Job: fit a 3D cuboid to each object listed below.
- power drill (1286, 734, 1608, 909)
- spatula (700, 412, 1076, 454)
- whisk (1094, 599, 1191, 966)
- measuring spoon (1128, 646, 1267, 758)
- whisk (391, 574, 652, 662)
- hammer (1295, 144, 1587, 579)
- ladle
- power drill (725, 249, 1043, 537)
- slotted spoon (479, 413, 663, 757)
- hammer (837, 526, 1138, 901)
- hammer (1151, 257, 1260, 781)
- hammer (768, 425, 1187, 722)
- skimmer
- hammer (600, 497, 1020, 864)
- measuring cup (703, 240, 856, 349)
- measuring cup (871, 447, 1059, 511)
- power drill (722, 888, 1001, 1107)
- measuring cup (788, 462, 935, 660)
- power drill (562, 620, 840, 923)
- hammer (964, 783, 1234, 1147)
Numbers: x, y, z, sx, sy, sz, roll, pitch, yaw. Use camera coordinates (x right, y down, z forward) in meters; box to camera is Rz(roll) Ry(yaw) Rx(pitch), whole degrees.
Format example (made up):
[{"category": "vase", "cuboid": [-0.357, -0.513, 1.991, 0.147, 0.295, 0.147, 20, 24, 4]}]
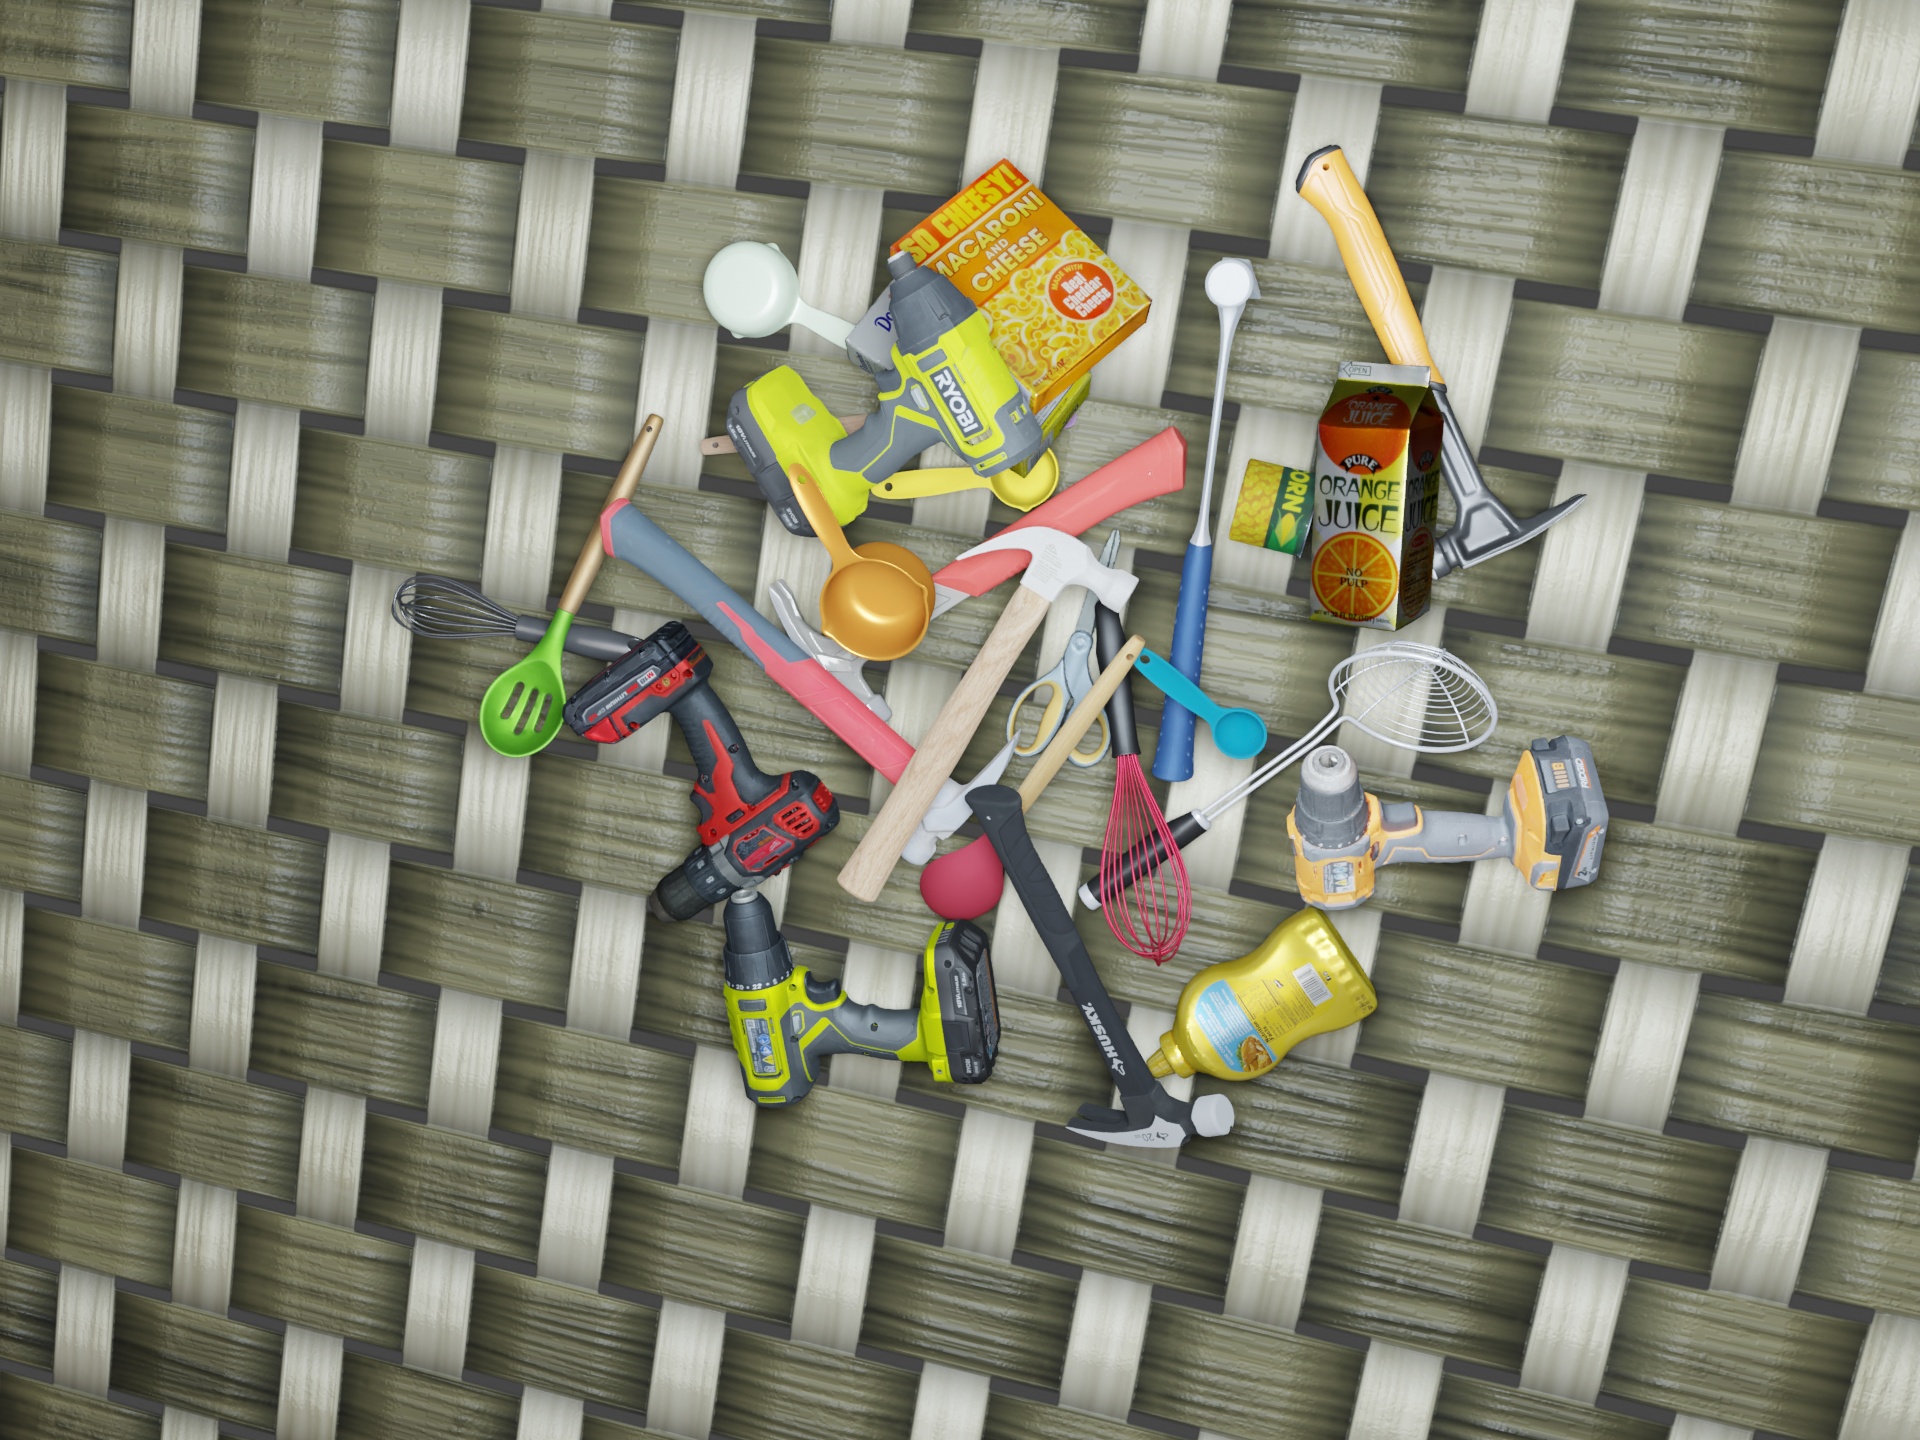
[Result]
[{"category": "power drill", "cuboid": [0.361, 0.070, 1.201, 0.226, 0.185, 0.084, -7, 54, 11]}, {"category": "spatula", "cuboid": [-0.062, -0.247, 1.308, 0.316, 0.018, 0.060, -6, 93, 10]}, {"category": "whisk", "cuboid": [0.134, 0.047, 1.261, 0.073, 0.073, 0.296, -9, 83, 12]}, {"category": "measuring spoon", "cuboid": [0.184, -0.020, 1.234, 0.128, 0.021, 0.042, 38, 120, 1]}, {"category": "whisk", "cuboid": [-0.380, -0.083, 1.381, 0.239, 0.055, 0.055, 12, 101, 4]}, {"category": "hammer", "cuboid": [0.351, -0.284, 1.216, 0.127, 0.034, 0.337, -25, 93, 14]}, {"category": "ladle", "cuboid": [0.059, 0.054, 1.283, 0.069, 0.031, 0.315, 28, 117, -12]}, {"category": "power drill", "cuboid": [-0.066, -0.243, 1.216, 0.223, 0.080, 0.171, -19, 109, 37]}, {"category": "slotted spoon", "cuboid": [-0.320, -0.115, 1.345, 0.070, 0.031, 0.314, 25, 90, -1]}, {"category": "hammer", "cuboid": [-0.002, -0.004, 1.249, 0.130, 0.031, 0.331, 32, 98, 3]}, {"category": "hammer", "cuboid": [0.190, -0.150, 1.237, 0.035, 0.144, 0.405, 8, 109, 11]}, {"category": "hammer", "cuboid": [0.020, -0.135, 1.276, 0.359, 0.037, 0.149, -31, 97, 20]}, {"category": "skimmer", "cuboid": [0.247, 0.060, 1.259, 0.363, 0.090, 0.127, -37, 122, 16]}, {"category": "hammer", "cuboid": [-0.132, -0.056, 1.299, 0.386, 0.038, 0.143, 41, 110, -1]}, {"category": "measuring cup", "cuboid": [-0.134, -0.333, 1.297, 0.167, 0.038, 0.083, 27, 102, 8]}, {"category": "measuring cup", "cuboid": [0.005, -0.197, 1.299, 0.156, 0.029, 0.062, -4, 98, 14]}, {"category": "power drill", "cuboid": [-0.091, 0.230, 1.345, 0.228, 0.080, 0.190, -4, 108, 12]}, {"category": "measuring cup", "cuboid": [-0.082, -0.132, 1.241, 0.095, 0.052, 0.173, -21, 111, 22]}, {"category": "power drill", "cuboid": [-0.236, 0.052, 1.348, 0.188, 0.080, 0.226, -35, 101, 14]}, {"category": "hammer", "cuboid": [0.089, 0.201, 1.290, 0.146, 0.035, 0.334, -20, 102, 40]}]
